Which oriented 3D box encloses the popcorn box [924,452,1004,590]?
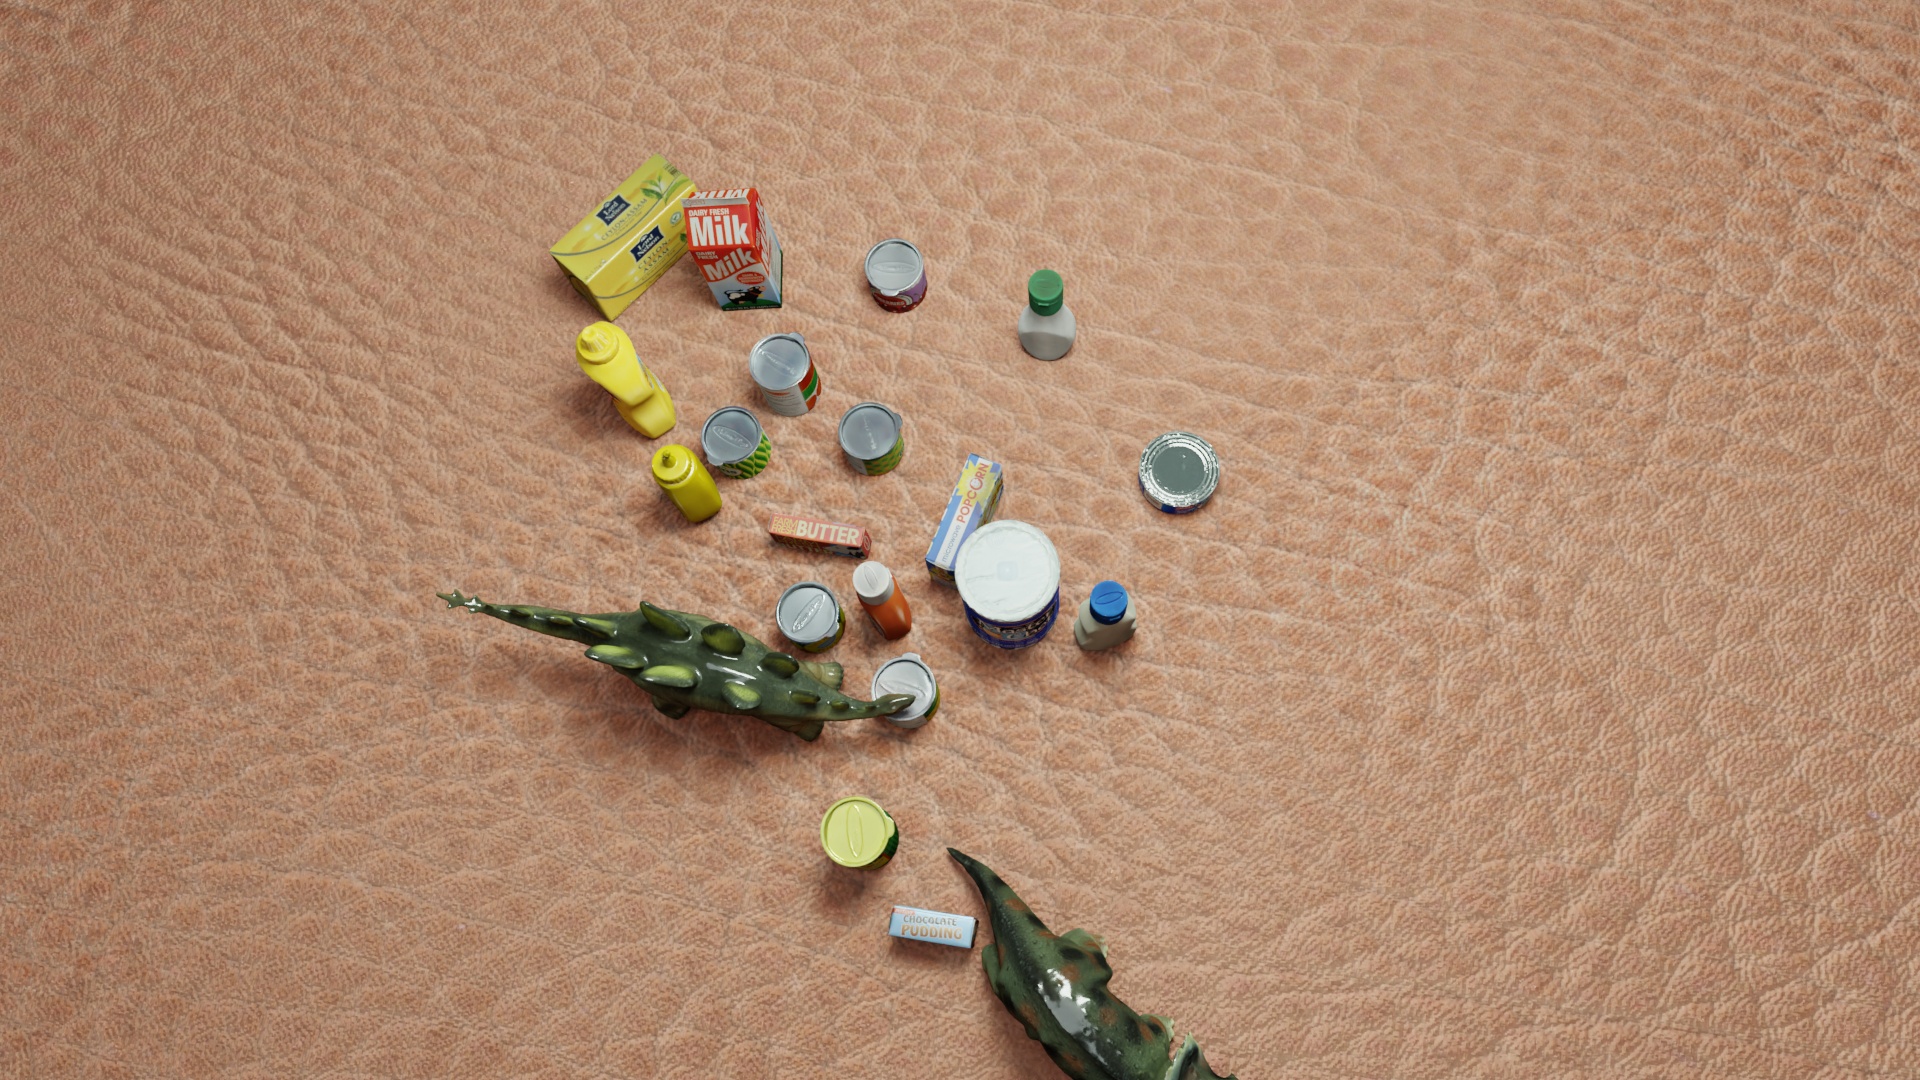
[{"bbox_3d":[0.005,-0.018,1.463,0.038,0.085,0.127,21,76,9],"label":"popcorn box"}]

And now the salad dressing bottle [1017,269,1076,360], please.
[{"bbox_3d":[0.093,-0.242,1.492,0.064,0.147,0.044,7,74,6],"label":"salad dressing bottle"}]

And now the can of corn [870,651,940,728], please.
[{"bbox_3d":[-0.055,0.155,1.429,0.071,0.058,0.071,-1,73,4],"label":"can of corn"}]

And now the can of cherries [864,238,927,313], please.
[{"bbox_3d":[-0.073,-0.295,1.565,0.071,0.058,0.071,-1,73,4],"label":"can of cherries"}]

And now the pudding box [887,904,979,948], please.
[{"bbox_3d":[-0.026,0.379,1.364,0.084,0.049,0.030,7,74,6],"label":"pudding box"}]

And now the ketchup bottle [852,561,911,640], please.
[{"bbox_3d":[-0.081,0.057,1.413,0.043,0.148,0.065,-26,74,-4],"label":"ketchup bottle"}]

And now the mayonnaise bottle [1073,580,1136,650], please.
[{"bbox_3d":[0.147,0.075,1.392,0.065,0.147,0.041,-18,73,-1],"label":"mayonnaise bottle"}]

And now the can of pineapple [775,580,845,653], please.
[{"bbox_3d":[-0.155,0.083,1.457,0.071,0.057,0.071,-1,73,4],"label":"can of pineapple"}]

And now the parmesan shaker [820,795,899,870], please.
[{"bbox_3d":[-0.095,0.290,1.367,0.071,0.103,0.071,-1,74,4],"label":"parmesan shaker"}]

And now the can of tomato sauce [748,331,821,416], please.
[{"bbox_3d":[-0.190,-0.183,1.526,0.071,0.083,0.071,-1,74,4],"label":"can of tomato sauce"}]

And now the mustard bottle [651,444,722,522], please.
[{"bbox_3d":[-0.293,-0.067,1.458,0.049,0.160,0.065,-30,74,-5],"label":"mustard bottle"}]

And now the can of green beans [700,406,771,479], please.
[{"bbox_3d":[-0.245,-0.106,1.520,0.071,0.057,0.071,-1,73,4],"label":"can of green beans"}]

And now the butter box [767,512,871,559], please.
[{"bbox_3d":[-0.150,-0.004,1.485,0.103,0.053,0.024,9,75,6],"label":"butter box"}]

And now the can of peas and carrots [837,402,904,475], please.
[{"bbox_3d":[-0.094,-0.111,1.511,0.071,0.058,0.071,-1,73,4],"label":"can of peas and carrots"}]

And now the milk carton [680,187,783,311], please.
[{"bbox_3d":[-0.247,-0.325,1.517,0.072,0.190,0.073,-2,74,3],"label":"milk carton"}]
